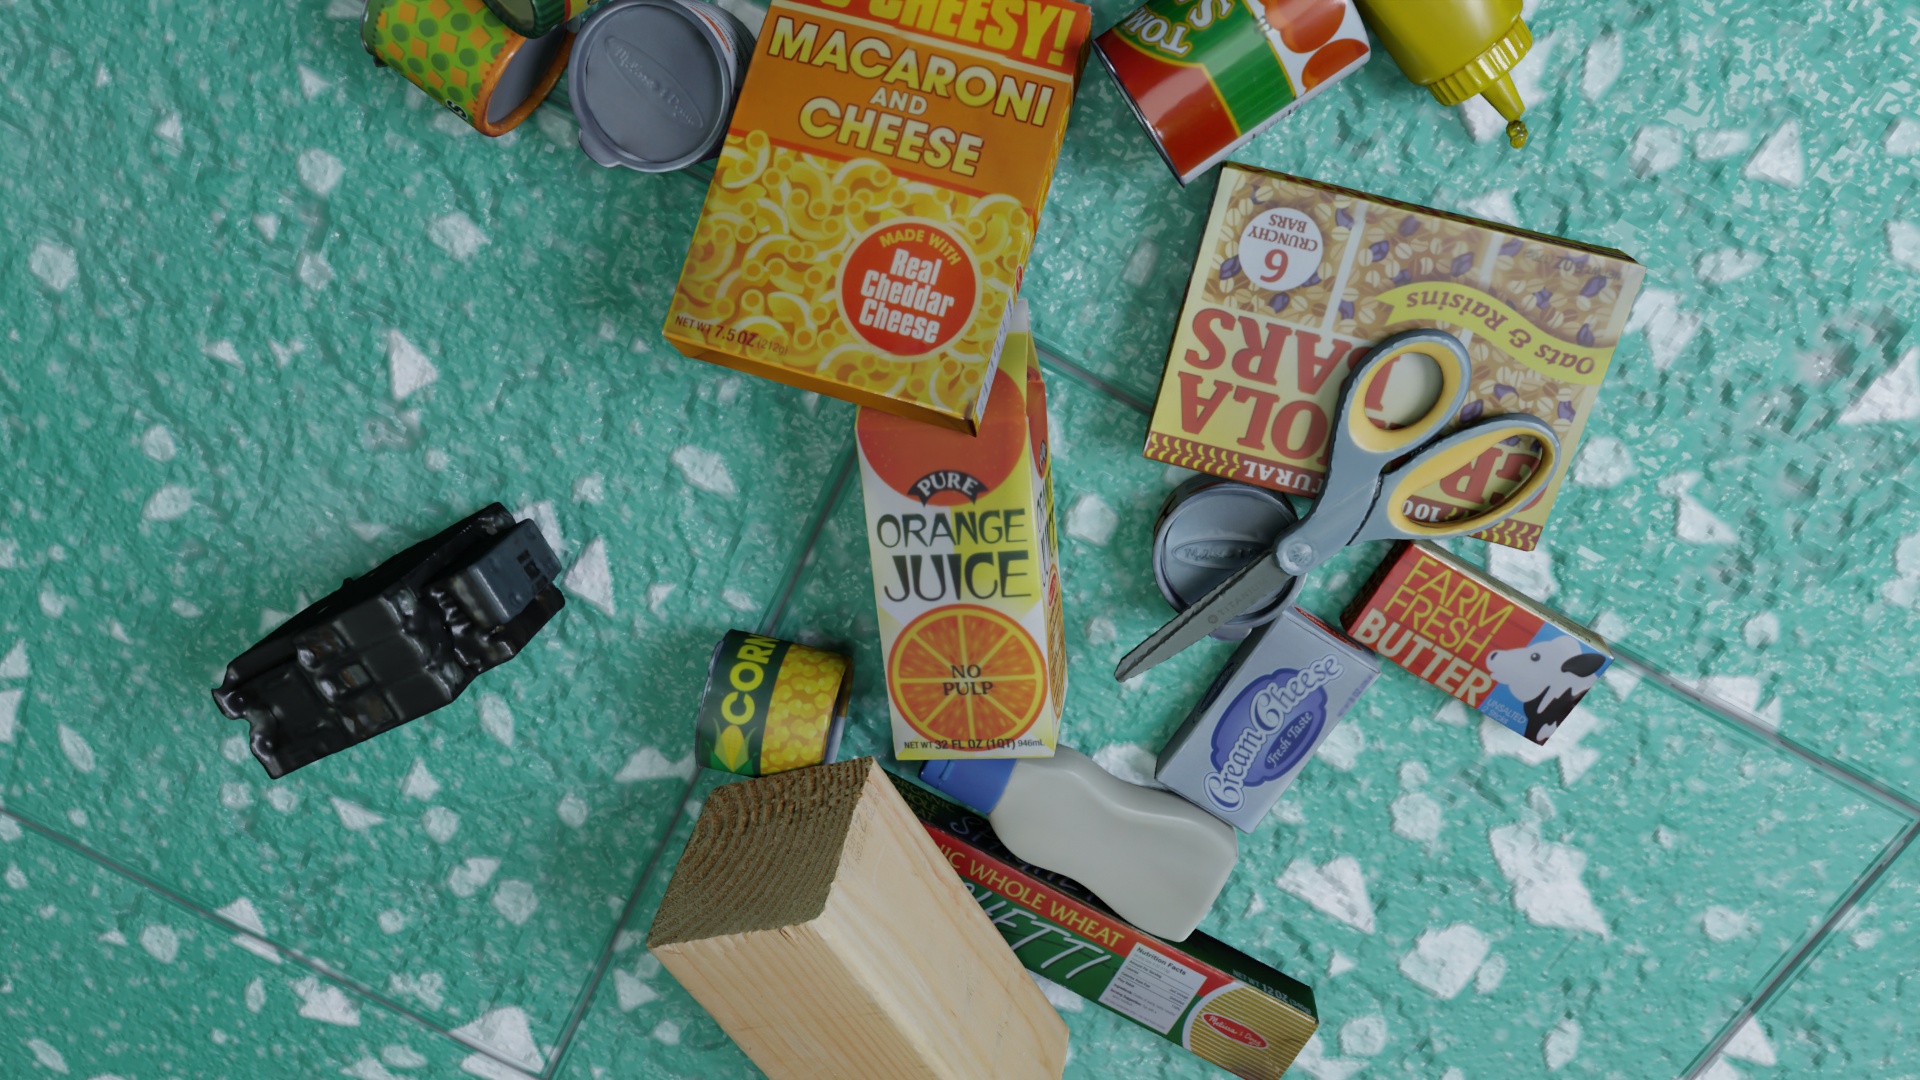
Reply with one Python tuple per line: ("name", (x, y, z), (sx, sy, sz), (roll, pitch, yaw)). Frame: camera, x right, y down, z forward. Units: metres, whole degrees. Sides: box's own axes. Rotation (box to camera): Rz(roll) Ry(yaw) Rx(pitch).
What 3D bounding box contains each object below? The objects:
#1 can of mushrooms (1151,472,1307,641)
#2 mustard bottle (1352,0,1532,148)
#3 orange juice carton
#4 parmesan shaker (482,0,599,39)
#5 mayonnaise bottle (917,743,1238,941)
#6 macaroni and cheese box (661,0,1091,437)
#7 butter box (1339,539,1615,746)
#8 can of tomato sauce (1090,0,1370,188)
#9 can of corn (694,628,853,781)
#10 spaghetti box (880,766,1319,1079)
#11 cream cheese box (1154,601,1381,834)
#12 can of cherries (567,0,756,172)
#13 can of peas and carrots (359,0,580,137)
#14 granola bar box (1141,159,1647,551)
("can of mushrooms", (0.117, 0.006, 0.608), (0.071, 0.033, 0.070), (2, 109, 7))
("mustard bottle", (0.168, -0.212, 0.513), (0.048, 0.065, 0.160), (-35, 107, 23))
("orange juice carton", (0.002, -0.008, 0.599), (0.072, 0.073, 0.192), (-3, 108, 9))
("parmesan shaker", (-0.138, -0.242, 0.519), (0.103, 0.071, 0.071), (-41, 101, -19))
("mayonnaise bottle", (0.053, 0.130, 0.656), (0.148, 0.041, 0.064), (28, 107, -1))
("macaroni and cheese box", (-0.030, -0.138, 0.541), (0.124, 0.040, 0.166), (16, 84, 5))
("butter box", (0.225, 0.042, 0.609), (0.103, 0.024, 0.053), (29, 110, -3))
("can of tomato sauce", (0.100, -0.186, 0.524), (0.083, 0.071, 0.071), (-33, 102, 13))
("can of corn", (-0.085, 0.077, 0.643), (0.058, 0.071, 0.071), (12, 110, 3))
("spaghetti box", (0.054, 0.190, 0.682), (0.250, 0.029, 0.050), (28, 111, -2))
("cream cheese box", (0.139, 0.081, 0.635), (0.053, 0.024, 0.103), (32, 110, -3))
("can of cherries", (-0.119, -0.184, 0.564), (0.071, 0.058, 0.071), (2, 110, 7))
("can of peas and carrots", (-0.199, -0.206, 0.564), (0.059, 0.071, 0.070), (36, 110, -5))
("granola bar box", (0.170, -0.076, 0.569), (0.166, 0.039, 0.123), (14, 111, 3))
